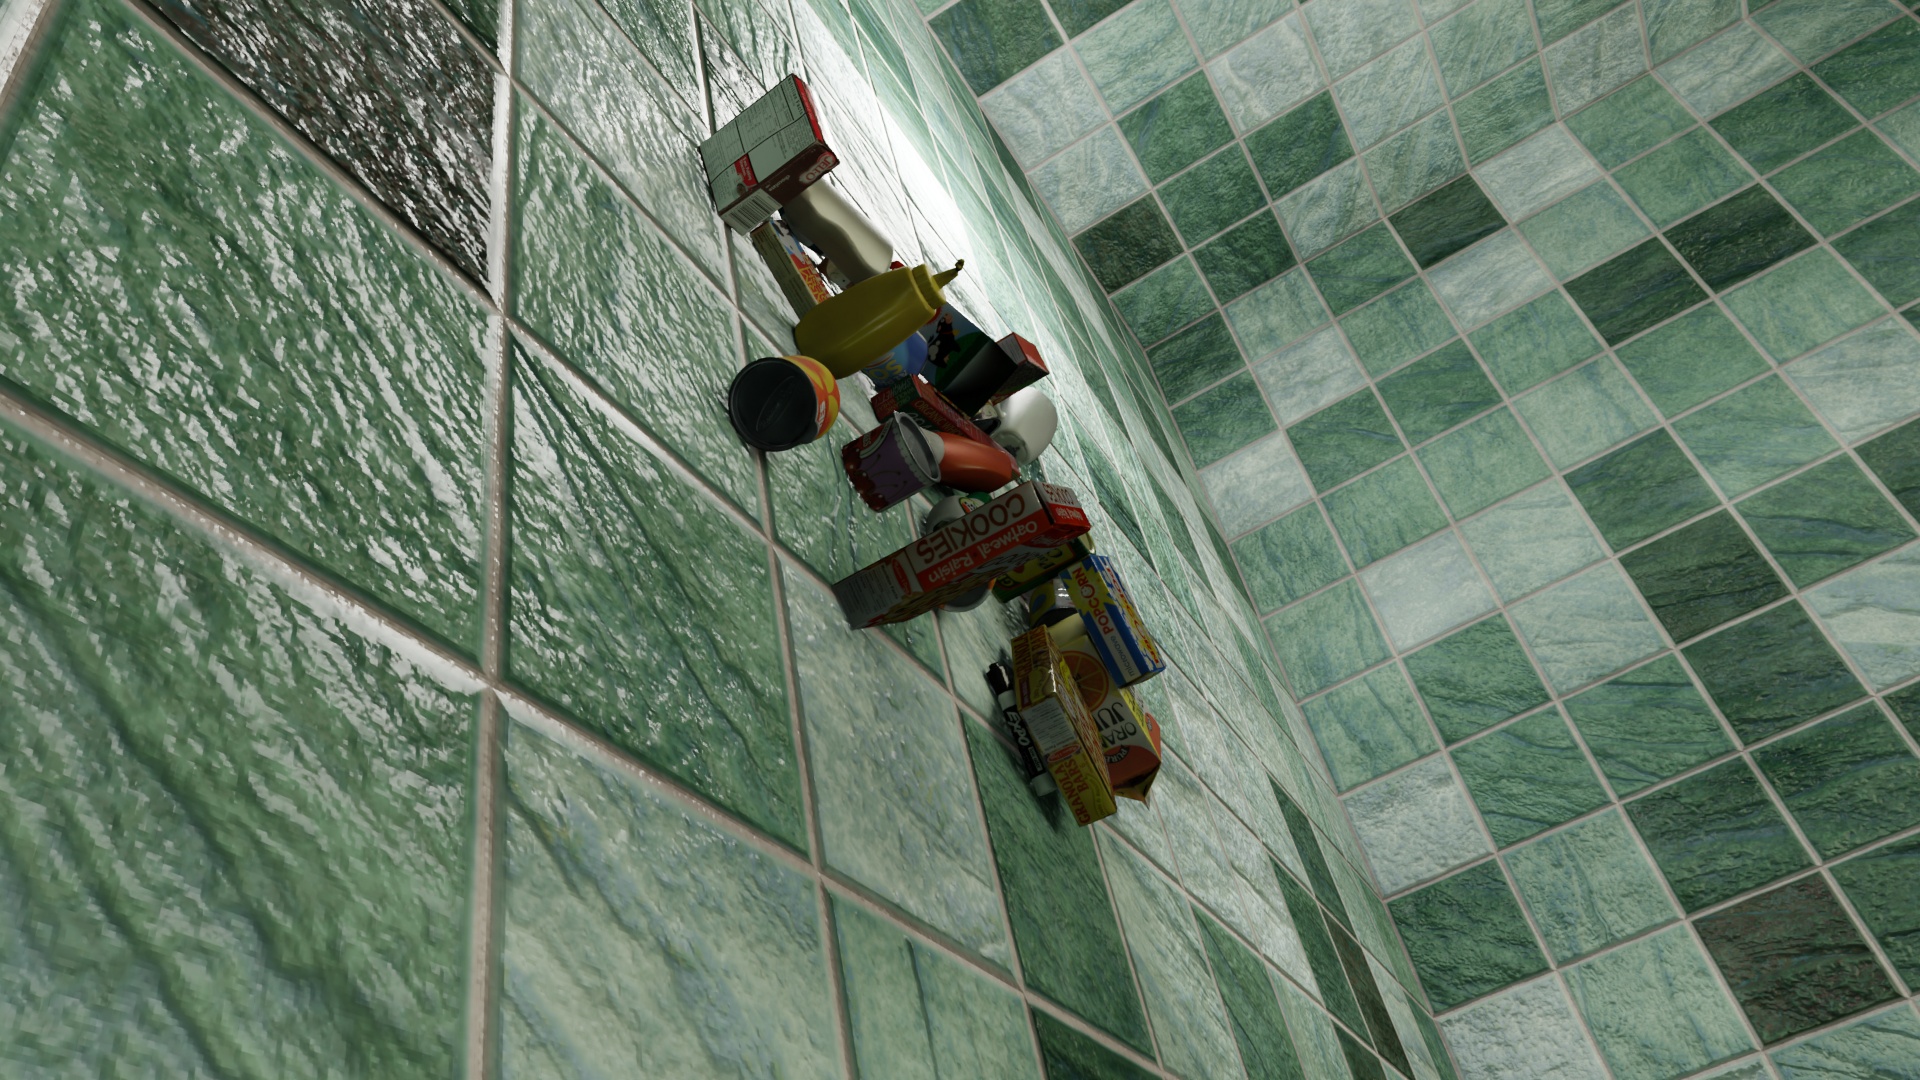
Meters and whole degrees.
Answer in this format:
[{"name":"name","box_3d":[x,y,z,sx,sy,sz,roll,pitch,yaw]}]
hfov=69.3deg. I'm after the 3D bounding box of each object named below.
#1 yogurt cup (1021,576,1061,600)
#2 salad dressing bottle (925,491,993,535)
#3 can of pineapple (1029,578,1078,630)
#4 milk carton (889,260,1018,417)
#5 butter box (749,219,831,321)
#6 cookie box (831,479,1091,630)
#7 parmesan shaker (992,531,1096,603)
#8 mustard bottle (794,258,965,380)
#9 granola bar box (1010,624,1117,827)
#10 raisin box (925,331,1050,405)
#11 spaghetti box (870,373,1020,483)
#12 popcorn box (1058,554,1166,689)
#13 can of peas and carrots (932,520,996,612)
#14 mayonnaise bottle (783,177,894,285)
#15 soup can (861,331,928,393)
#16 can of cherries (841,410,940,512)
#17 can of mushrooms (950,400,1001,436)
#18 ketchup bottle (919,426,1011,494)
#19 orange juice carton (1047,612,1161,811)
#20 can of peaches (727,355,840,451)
[{"name":"yogurt cup","box_3d":[0.085,0.028,1.459,0.072,0.072,0.054,48,28,-43]},{"name":"salad dressing bottle","box_3d":[0.005,-0.016,1.309,0.064,0.044,0.148,62,15,-6]},{"name":"can of pineapple","box_3d":[0.103,0.082,1.421,0.071,0.071,0.058,55,16,-25]},{"name":"milk carton","box_3d":[-0.038,-0.214,1.402,0.191,0.073,0.072,45,5,31]},{"name":"butter box","box_3d":[-0.146,-0.236,1.241,0.103,0.024,0.053,59,16,-8]},{"name":"cookie box","box_3d":[0.005,0.012,1.025,0.040,0.167,0.123,65,15,8]},{"name":"parmesan shaker","box_3d":[0.073,0.008,1.375,0.071,0.103,0.071,55,17,-25]},{"name":"mustard bottle","box_3d":[-0.063,-0.195,1.182,0.048,0.160,0.065,42,26,-56]},{"name":"granola bar box","box_3d":[0.090,0.160,1.233,0.124,0.039,0.166,63,7,-15]},{"name":"raisin box","box_3d":[0.026,-0.171,1.496,0.040,0.123,0.086,64,15,11]},{"name":"spaghetti box","box_3d":[-0.010,-0.102,1.398,0.249,0.050,0.029,32,32,-60]},{"name":"popcorn box","box_3d":[0.148,0.078,1.336,0.127,0.038,0.085,63,16,11]},{"name":"can of peas and carrots","box_3d":[-0.001,0.020,1.185,0.071,0.071,0.059,59,16,-10]},{"name":"mayonnaise bottle","box_3d":[-0.125,-0.297,1.269,0.148,0.041,0.065,39,41,-28]},{"name":"soup can","box_3d":[-0.079,-0.187,1.299,0.083,0.071,0.071,40,26,-52]},{"name":"can of cherries","box_3d":[-0.059,-0.067,1.164,0.071,0.058,0.072,54,18,-26]},{"name":"can of mushrooms","box_3d":[0.007,-0.125,1.459,0.033,0.071,0.071,65,15,15]},{"name":"ketchup bottle","box_3d":[-0.011,-0.078,1.340,0.149,0.064,0.043,16,64,-58]},{"name":"orange juice carton","box_3d":[0.140,0.172,1.362,0.192,0.073,0.072,59,15,-12]},{"name":"can of peaches","box_3d":[-0.123,-0.097,0.992,0.071,0.071,0.058,61,14,-3]}]
